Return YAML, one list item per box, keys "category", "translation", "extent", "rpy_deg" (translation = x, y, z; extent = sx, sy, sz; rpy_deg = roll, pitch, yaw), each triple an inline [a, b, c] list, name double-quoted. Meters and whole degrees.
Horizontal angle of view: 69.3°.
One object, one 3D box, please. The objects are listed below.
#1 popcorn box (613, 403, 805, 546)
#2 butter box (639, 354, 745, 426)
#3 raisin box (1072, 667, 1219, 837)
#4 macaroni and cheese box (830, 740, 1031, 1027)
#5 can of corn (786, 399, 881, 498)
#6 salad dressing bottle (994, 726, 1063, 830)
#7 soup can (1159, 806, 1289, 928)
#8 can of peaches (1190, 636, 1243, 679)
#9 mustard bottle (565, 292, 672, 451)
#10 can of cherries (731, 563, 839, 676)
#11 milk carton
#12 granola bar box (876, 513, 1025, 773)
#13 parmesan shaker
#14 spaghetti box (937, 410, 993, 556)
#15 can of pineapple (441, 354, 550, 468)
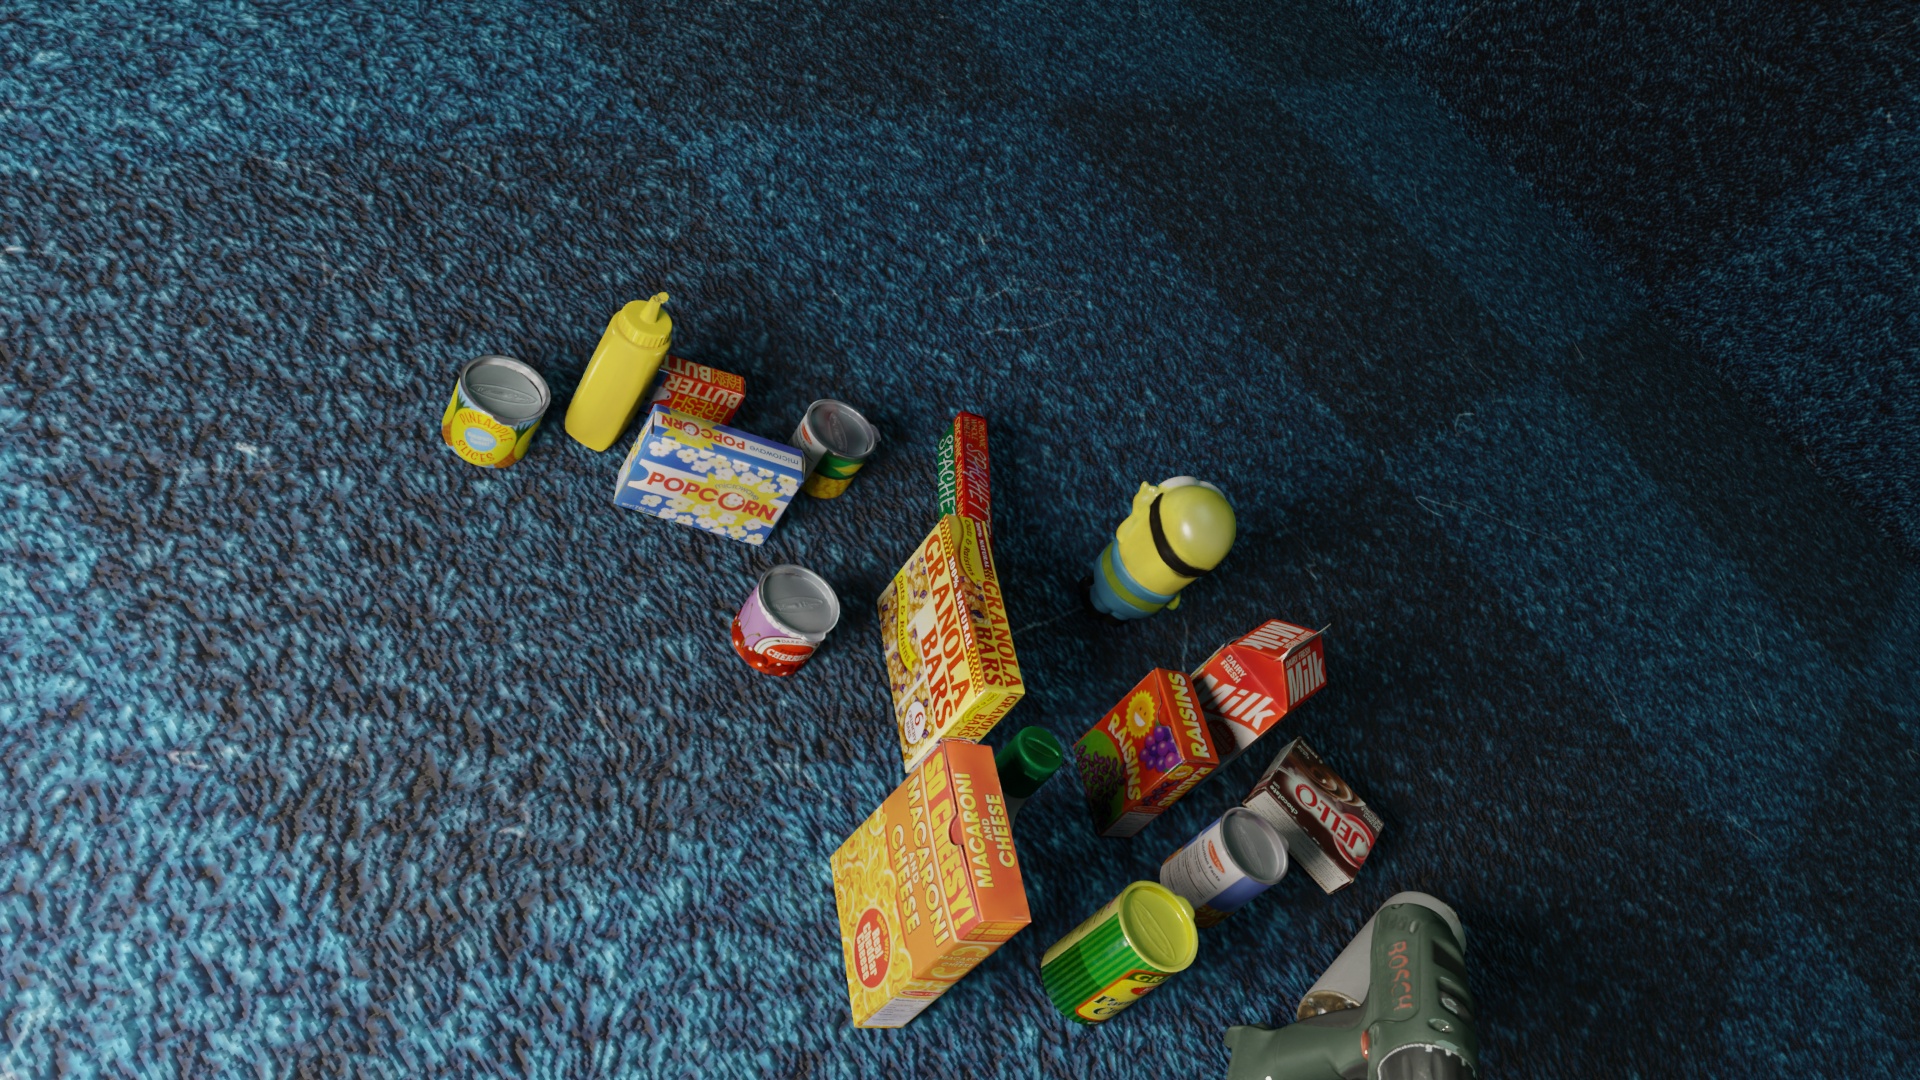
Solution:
- category: "popcorn box"
  translation: [-0.197, -0.050, 1.093]
  extent: [0.127, 0.084, 0.038]
  rpy_deg: [17, 44, -24]
- category: "butter box"
  translation: [-0.237, -0.126, 1.160]
  extent: [0.103, 0.053, 0.024]
  rpy_deg: [15, 45, -26]
- category: "raisin box"
  translation: [0.146, 0.172, 1.115]
  extent: [0.040, 0.122, 0.086]
  rpy_deg: [12, 46, -29]
- category: "macaroni and cheese box"
  translation: [-0.025, 0.225, 0.900]
  extent: [0.040, 0.165, 0.124]
  rpy_deg: [11, 47, -30]
- category: "can of corn"
  translation: [-0.113, -0.079, 1.206]
  extent: [0.071, 0.058, 0.071]
  rpy_deg: [21, 43, -21]
- category: "salad dressing bottle"
  translation: [0.020, 0.185, 0.987]
  extent: [0.064, 0.147, 0.044]
  rpy_deg: [29, 40, -12]
- category: "soup can"
  translation: [0.212, 0.262, 1.110]
  extent: [0.071, 0.083, 0.072]
  rpy_deg: [21, 43, -21]
- category: "can of peaches"
  translation: [0.254, 0.134, 1.285]
  extent: [0.071, 0.057, 0.071]
  rpy_deg: [21, 43, -21]
- category: "mustard bottle"
  translation: [-0.258, -0.139, 1.072]
  extent: [0.049, 0.159, 0.066]
  rpy_deg: [31, 40, -10]
- category: "can of cherries"
  translation: [-0.133, 0.063, 1.056]
  extent: [0.071, 0.058, 0.072]
  rpy_deg: [21, 43, -21]
- category: "milk carton"
  translation: [0.234, 0.133, 1.167]
  extent: [0.072, 0.189, 0.073]
  rpy_deg: [-21, 67, -47]
- category: "granola bar box"
  translation: [-0.011, 0.081, 1.081]
  extent: [0.039, 0.123, 0.166]
  rpy_deg: [12, 46, -29]
- category: "parmesan shaker"
  translation: [0.114, 0.295, 0.989]
  extent: [0.071, 0.102, 0.072]
  rpy_deg: [21, 43, -21]
- category: "spaghetti box"
  translation: [0.004, -0.016, 1.242]
  extent: [0.029, 0.050, 0.251]
  rpy_deg: [20, 43, -22]
- category: "can of pineapple"
  translation: [-0.349, -0.095, 1.041]
  extent: [0.071, 0.057, 0.071]
  rpy_deg: [21, 43, -21]
